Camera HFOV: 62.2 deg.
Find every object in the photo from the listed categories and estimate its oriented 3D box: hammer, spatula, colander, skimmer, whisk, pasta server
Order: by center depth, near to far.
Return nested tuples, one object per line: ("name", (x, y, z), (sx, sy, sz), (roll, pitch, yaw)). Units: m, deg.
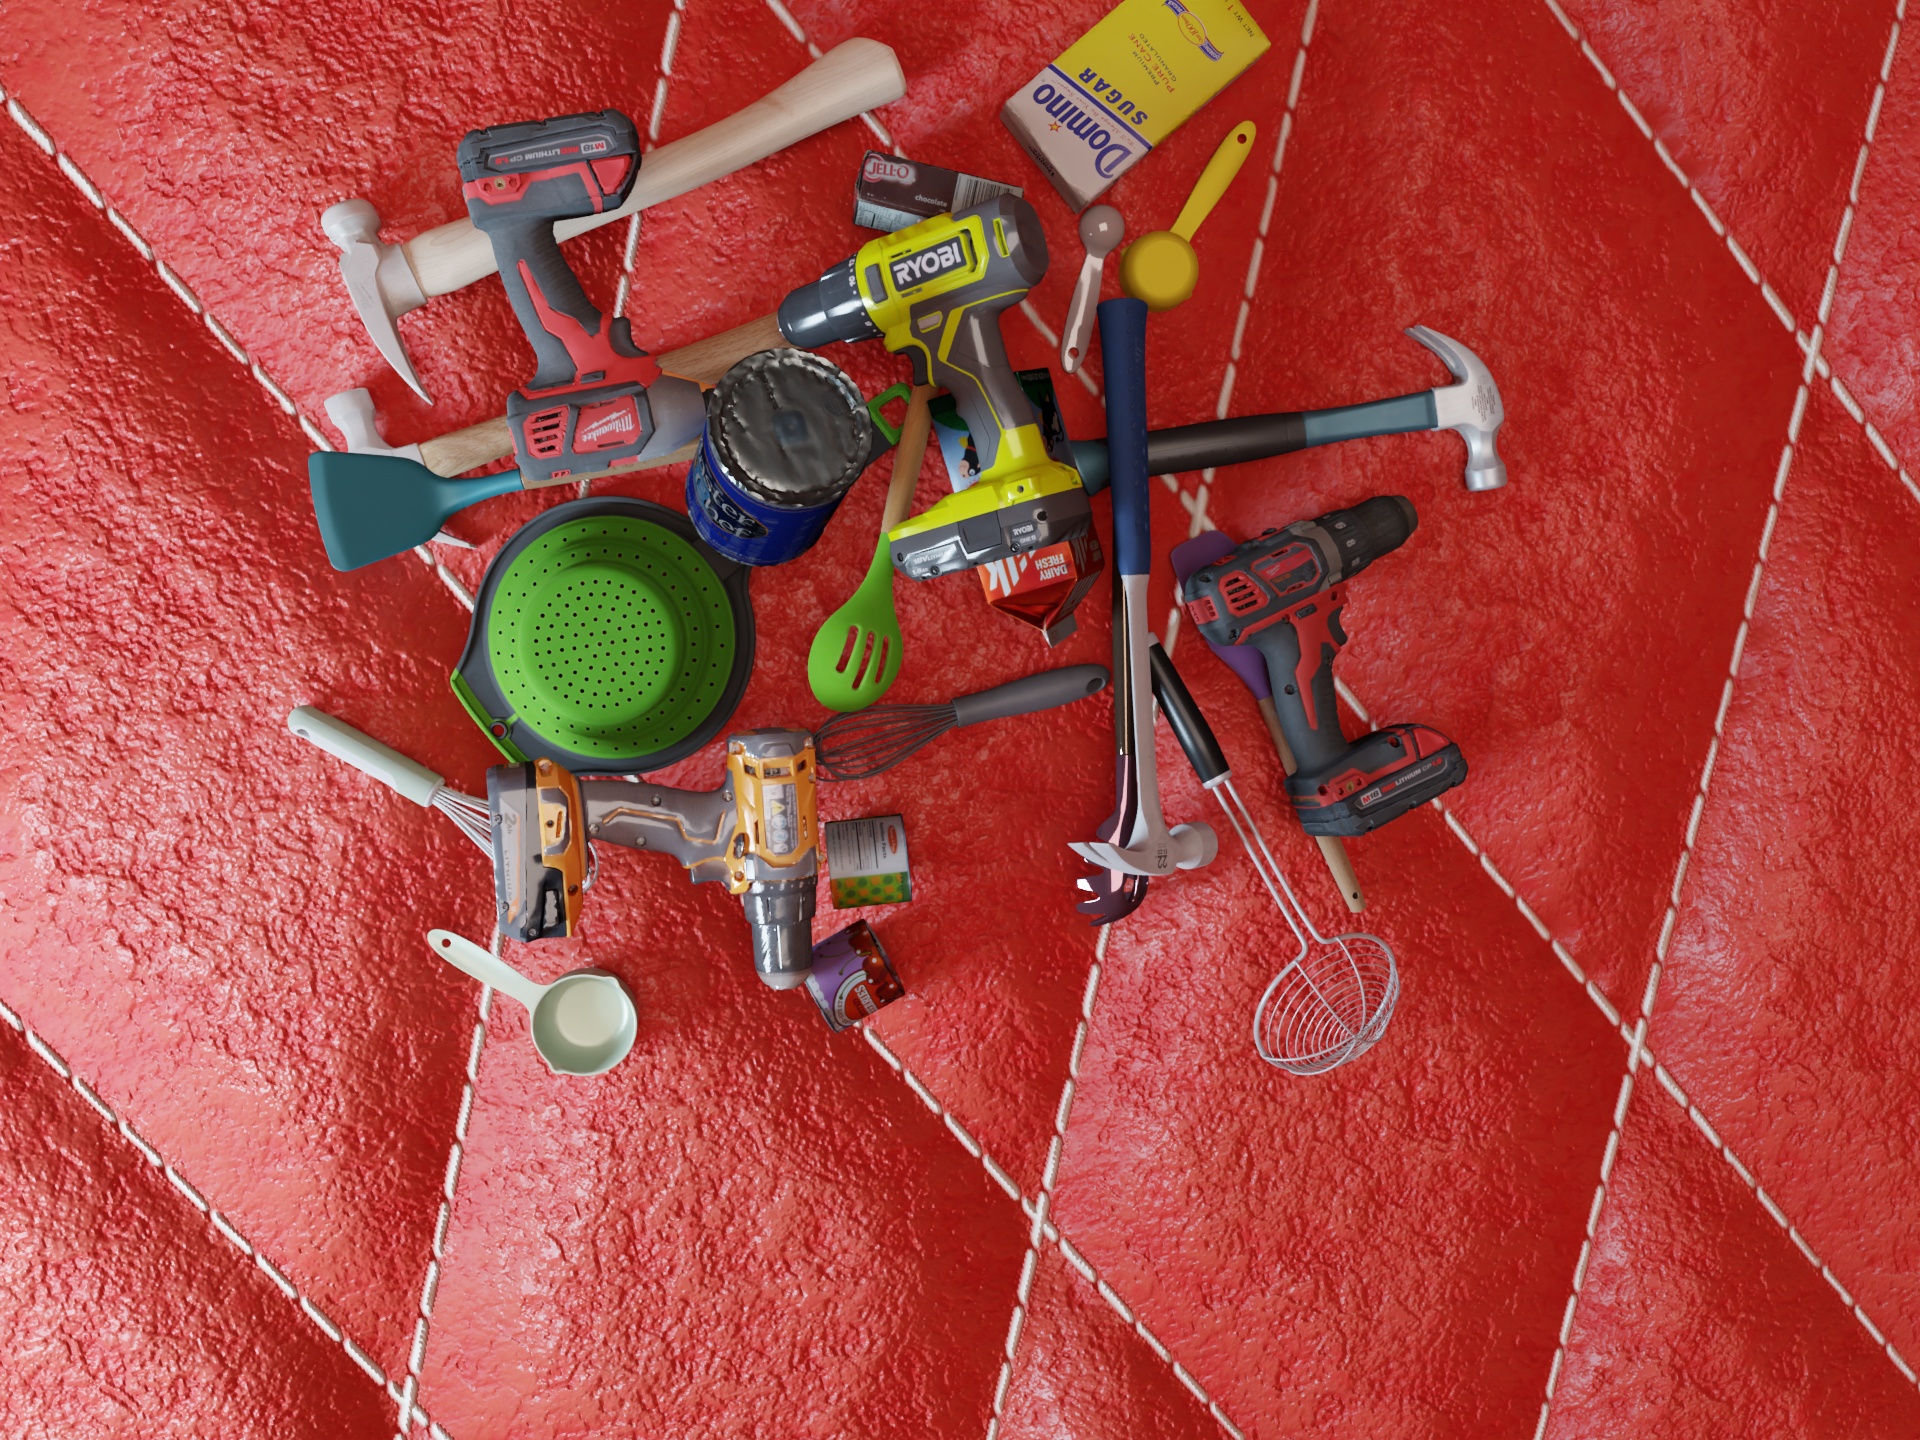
("spatula", (-0.277, -0.172, 1.096), (0.317, 0.044, 0.082), (-12, 90, -6))
("hammer", (-0.225, -0.364, 1.106), (0.410, 0.038, 0.146), (-25, 84, -5))
("colander", (-0.184, -0.107, 1.118), (0.397, 0.094, 0.204), (-39, 98, -1))
("hammer", (0.121, -0.092, 1.120), (0.144, 0.035, 0.405), (-4, 91, -50))
("hammer", (-0.270, -0.219, 1.130), (0.331, 0.031, 0.130), (-20, 97, -4))
("whisk", (-0.371, 0.056, 1.143), (0.246, 0.057, 0.059), (30, 58, -4))
("whisk", (-0.001, -0.002, 1.174), (0.239, 0.055, 0.055), (-15, 97, -8))
("pasta server", (0.116, -0.003, 1.177), (0.060, 0.040, 0.316), (-5, 96, -46))
("hammer", (0.240, -0.212, 1.181), (0.331, 0.033, 0.128), (-10, 98, -5))
("spatula", (0.245, 0.003, 1.211), (0.060, 0.018, 0.316), (-25, 97, -6))
("skimmer", (0.217, 0.101, 1.213), (0.127, 0.090, 0.363), (-28, 88, -9))

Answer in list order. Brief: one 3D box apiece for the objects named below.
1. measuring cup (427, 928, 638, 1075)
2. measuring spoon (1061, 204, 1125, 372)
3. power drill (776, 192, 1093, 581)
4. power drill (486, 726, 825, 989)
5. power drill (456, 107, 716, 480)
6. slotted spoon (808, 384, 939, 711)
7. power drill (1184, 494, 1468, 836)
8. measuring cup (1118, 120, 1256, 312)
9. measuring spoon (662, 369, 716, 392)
("measuring cup", (-0.313, 0.196, 1.167), (0.167, 0.038, 0.083), (32, 92, -6))
("measuring spoon", (0.094, -0.316, 1.163), (0.034, 0.018, 0.124), (12, 95, -7))
("power drill", (-0.016, -0.215, 1.065), (0.190, 0.080, 0.228), (-13, 95, 26))
("power drill", (-0.206, 0.104, 1.104), (0.226, 0.084, 0.185), (-5, 95, -16))
("power drill", (-0.243, -0.277, 1.049), (0.143, 0.078, 0.219), (-12, 101, -10))
("slotted spoon", (-0.045, -0.158, 1.133), (0.070, 0.031, 0.314), (15, 88, -28))
("power drill", (0.289, -0.045, 1.176), (0.188, 0.080, 0.226), (-26, 92, -14))
("measuring cup", (0.172, -0.370, 1.158), (0.062, 0.029, 0.156), (32, 95, -8))
("measuring spoon", (-0.192, -0.231, 1.115), (0.117, 0.011, 0.021), (21, 95, -11))
